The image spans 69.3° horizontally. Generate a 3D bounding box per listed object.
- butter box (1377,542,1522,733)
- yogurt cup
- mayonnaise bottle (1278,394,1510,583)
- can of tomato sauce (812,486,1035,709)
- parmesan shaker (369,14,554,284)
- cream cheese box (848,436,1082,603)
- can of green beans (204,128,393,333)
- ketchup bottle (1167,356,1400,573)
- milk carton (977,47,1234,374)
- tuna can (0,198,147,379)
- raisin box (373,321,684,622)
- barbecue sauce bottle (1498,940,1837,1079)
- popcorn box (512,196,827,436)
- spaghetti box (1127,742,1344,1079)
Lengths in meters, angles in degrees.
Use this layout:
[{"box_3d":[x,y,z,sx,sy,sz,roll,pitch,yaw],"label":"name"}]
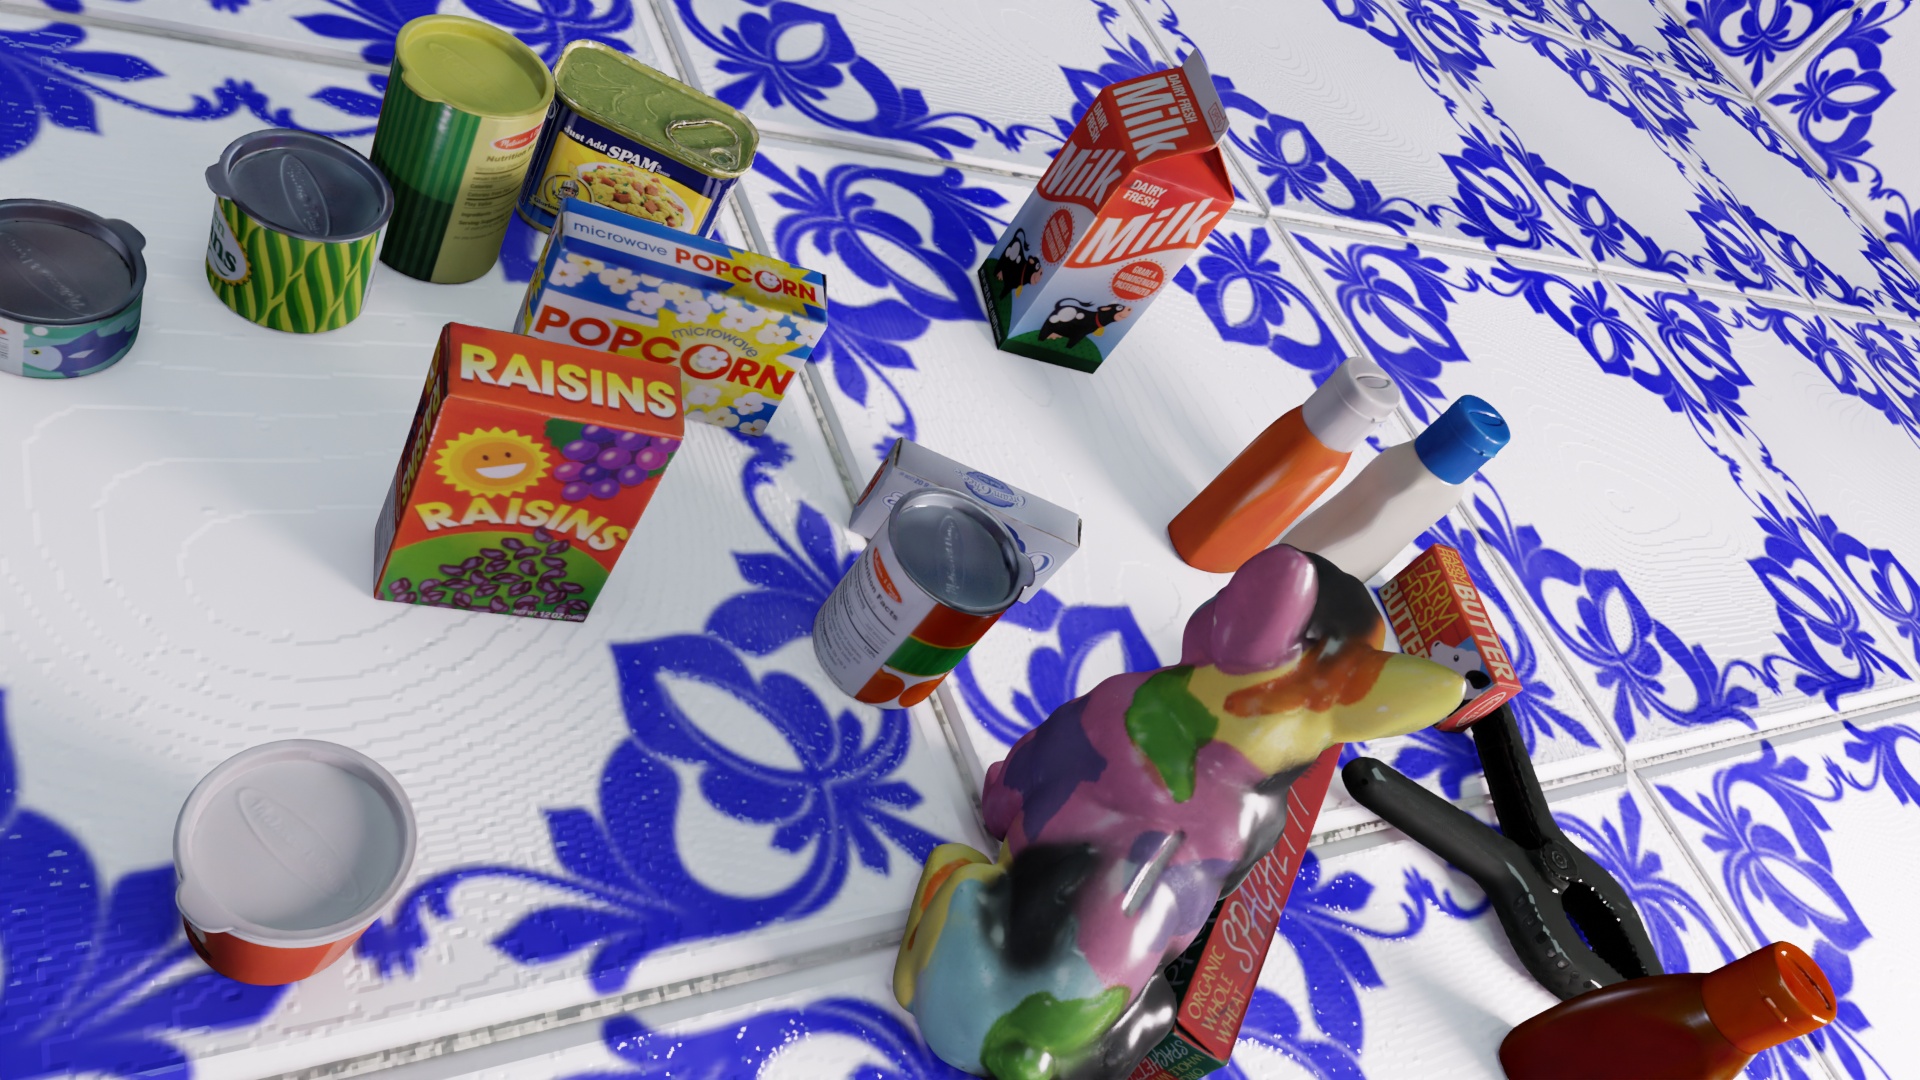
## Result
[{"box_3d":[0.292,0.058,0.834,0.024,0.053,0.104,11,48,-28],"label":"butter box"},{"box_3d":[-0.211,0.104,0.437,0.072,0.053,0.073,19,45,-21],"label":"yogurt cup"},{"box_3d":[0.253,-0.025,0.808,0.065,0.147,0.041,7,51,-31],"label":"mayonnaise bottle"},{"box_3d":[-0.018,0.027,0.619,0.071,0.082,0.071,19,45,-21],"label":"can of tomato sauce"},{"box_3d":[-0.233,-0.174,0.629,0.071,0.102,0.072,19,45,-21],"label":"parmesan shaker"},{"box_3d":[0.002,-0.009,0.687,0.104,0.053,0.024,23,44,-17],"label":"cream cheese box"},{"box_3d":[-0.282,-0.131,0.591,0.071,0.057,0.071,19,45,-21],"label":"can of green beans"},{"box_3d":[0.180,-0.039,0.768,0.065,0.148,0.044,-4,57,-38],"label":"ketchup bottle"},{"box_3d":[0.091,-0.190,0.806,0.073,0.189,0.072,10,49,-29],"label":"milk carton"},{"box_3d":[-0.349,-0.097,0.533,0.071,0.032,0.071,19,45,-21],"label":"tuna can"},{"box_3d":[-0.166,-0.022,0.528,0.086,0.122,0.040,10,49,-29],"label":"raisin box"},{"box_3d":[0.321,0.228,0.633,0.044,0.147,0.065,-19,66,-44],"label":"barbecue sauce bottle"},{"box_3d":[-0.136,-0.101,0.647,0.127,0.084,0.038,12,48,-27],"label":"popcorn box"},{"box_3d":[0.134,0.148,0.646,0.029,0.050,0.251,40,42,1],"label":"spaghetti box"}]
